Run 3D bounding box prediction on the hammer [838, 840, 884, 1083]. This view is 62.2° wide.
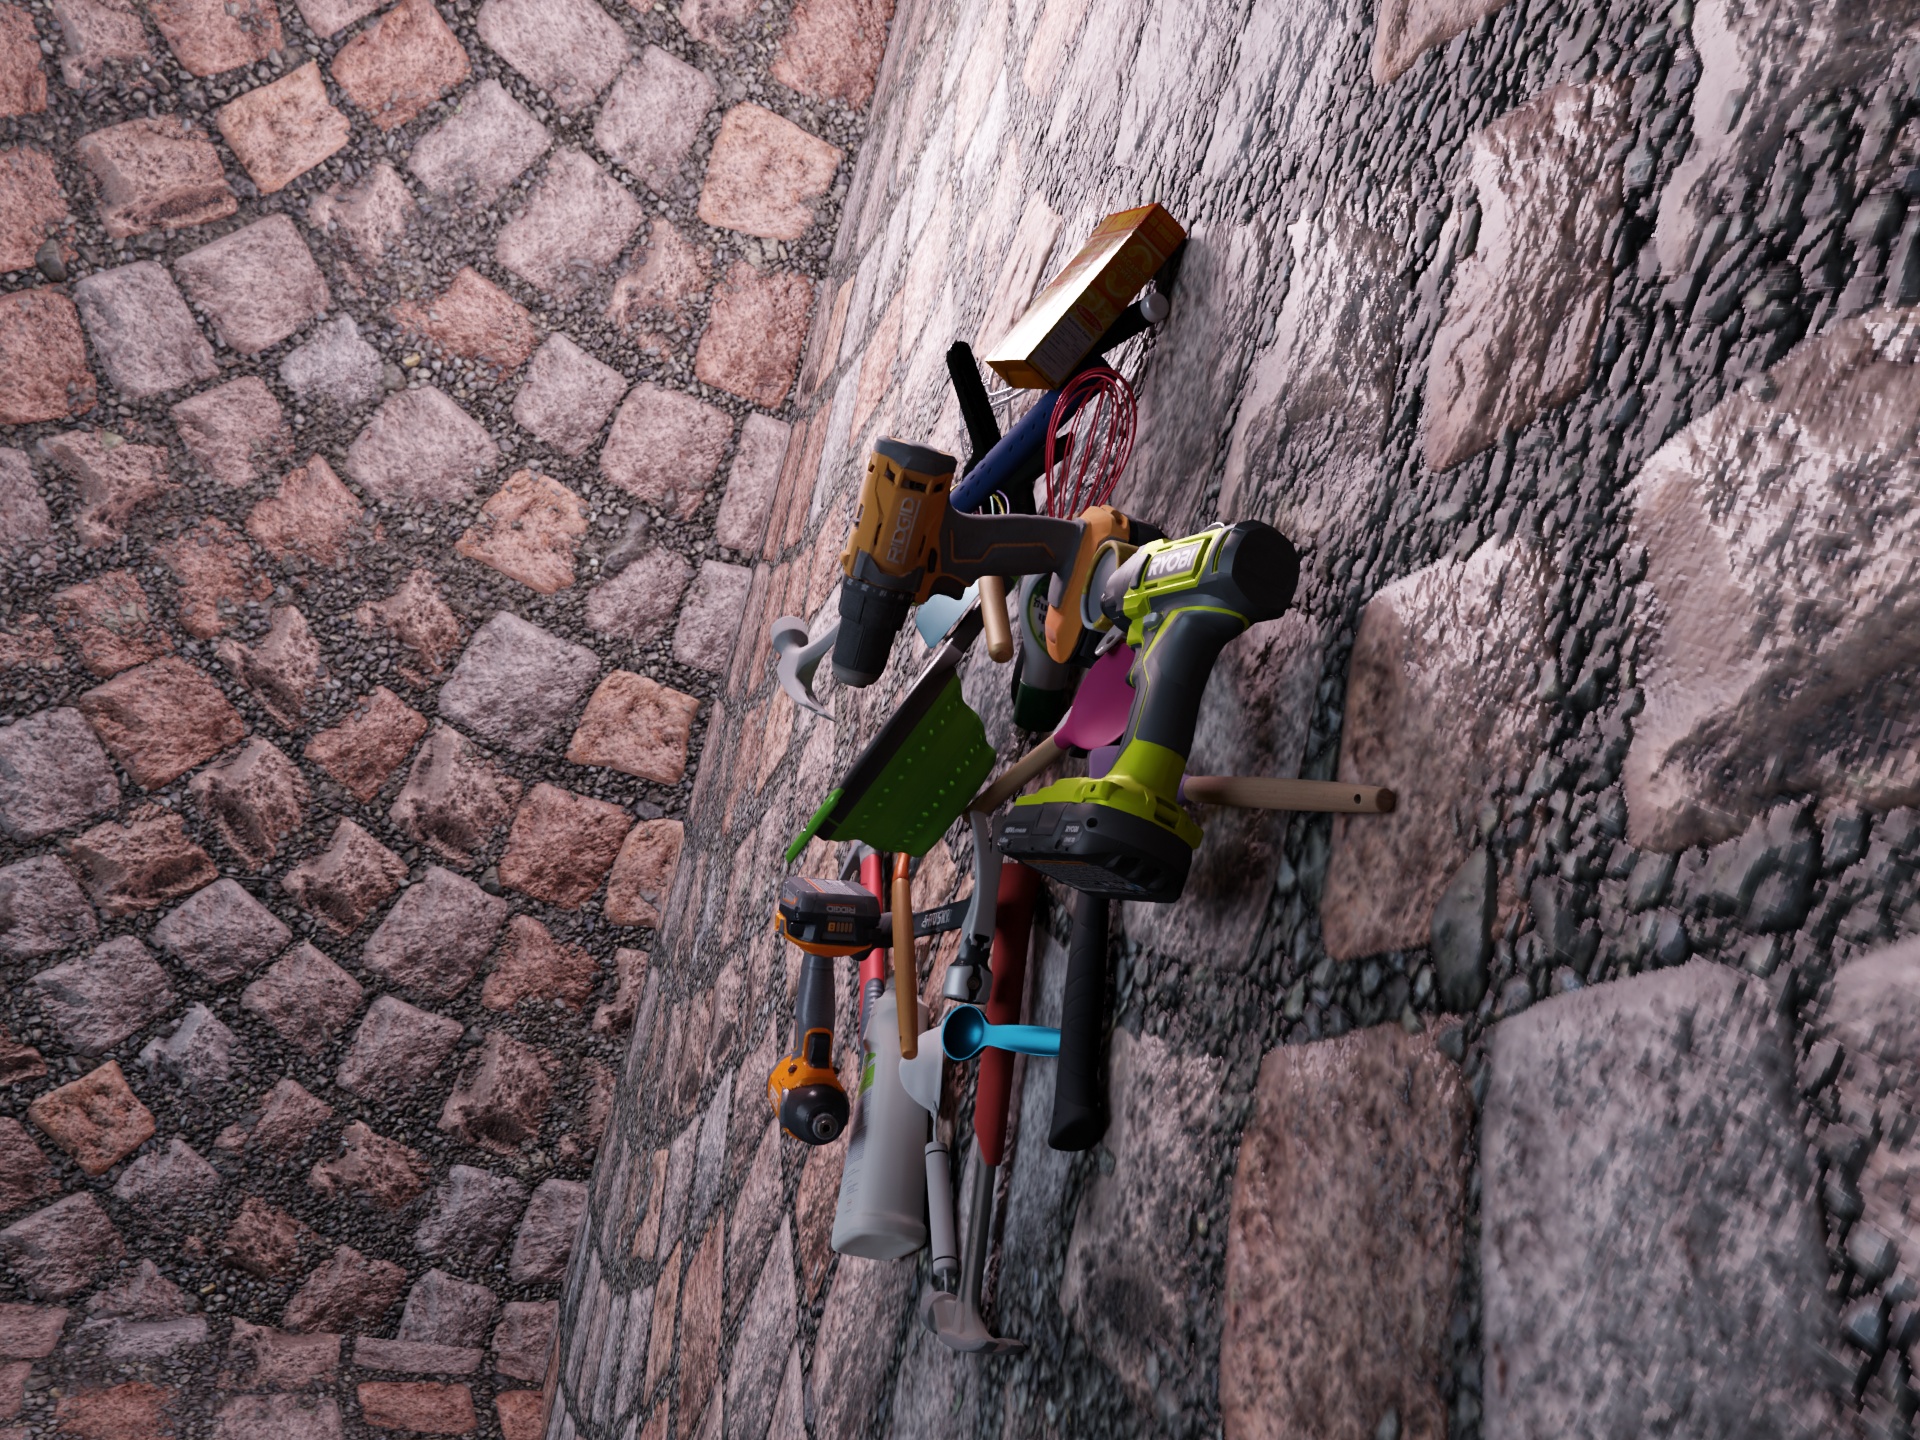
[{"bbox_3d":[-0.094,0.272,1.613,0.387,0.038,0.143,-93,22,-44],"label":"hammer"}]

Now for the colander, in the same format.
[{"bbox_3d":[-0.002,-0.004,1.357,0.204,0.094,0.397,-50,3,47],"label":"colander"}]

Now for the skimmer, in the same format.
[{"bbox_3d":[0.098,-0.305,1.442,0.363,0.090,0.127,-15,67,60],"label":"skimmer"}]

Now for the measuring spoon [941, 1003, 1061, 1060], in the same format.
[{"bbox_3d":[0.041,0.233,1.158,0.129,0.021,0.042,-3,68,40],"label":"measuring spoon"}]

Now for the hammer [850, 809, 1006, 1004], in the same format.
[{"bbox_3d":[-0.040,0.174,1.390,0.409,0.036,0.149,150,132,-70],"label":"hammer"}]

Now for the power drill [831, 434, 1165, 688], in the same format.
[{"bbox_3d":[0.019,-0.096,1.185,0.084,0.226,0.185,-128,53,-70],"label":"power drill"}]

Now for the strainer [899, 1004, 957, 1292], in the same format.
[{"bbox_3d":[-0.022,0.348,1.314,0.086,0.050,0.259,98,170,-48],"label":"strainer"}]

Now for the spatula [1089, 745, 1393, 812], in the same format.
[{"bbox_3d":[0.153,0.044,0.951,0.316,0.018,0.060,177,91,-67],"label":"spatula"}]

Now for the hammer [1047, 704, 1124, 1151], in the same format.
[{"bbox_3d":[0.090,0.130,1.116,0.146,0.035,0.335,140,140,-63],"label":"hammer"}]

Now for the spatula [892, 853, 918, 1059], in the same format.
[{"bbox_3d":[-0.058,0.153,1.329,0.323,0.041,0.081,-96,25,-52],"label":"spatula"}]

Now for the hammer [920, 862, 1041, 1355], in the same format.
[{"bbox_3d":[0.028,0.284,1.199,0.149,0.036,0.359,145,136,-66],"label":"hammer"}]

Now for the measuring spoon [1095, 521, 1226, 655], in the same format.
[{"bbox_3d":[0.139,-0.085,1.081,0.124,0.018,0.034,-45,20,16],"label":"measuring spoon"}]

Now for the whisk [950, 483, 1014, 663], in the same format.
[{"bbox_3d":[0.019,-0.133,1.368,0.051,0.047,0.245,-38,35,25],"label":"whisk"}]

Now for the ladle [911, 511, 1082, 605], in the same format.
[{"bbox_3d":[0.017,-0.160,1.476,0.320,0.062,0.078,-10,62,61],"label":"ladle"}]

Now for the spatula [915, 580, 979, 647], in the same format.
[{"bbox_3d":[-0.015,-0.096,1.545,0.082,0.044,0.317,-51,-2,-3],"label":"spatula"}]

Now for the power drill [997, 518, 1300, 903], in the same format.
[{"bbox_3d":[0.110,-0.007,0.973,0.171,0.080,0.223,-8,57,64],"label":"power drill"}]

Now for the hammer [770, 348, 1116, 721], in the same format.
[{"bbox_3d":[-0.020,-0.161,1.374,0.405,0.035,0.144,-43,37,20],"label":"hammer"}]

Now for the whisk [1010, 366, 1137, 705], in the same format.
[{"bbox_3d":[0.085,-0.143,1.308,0.073,0.073,0.295,-116,36,-65],"label":"whisk"}]

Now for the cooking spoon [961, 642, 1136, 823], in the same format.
[{"bbox_3d":[0.065,0.023,1.182,0.319,0.017,0.069,137,138,-59],"label":"cooking spoon"}]

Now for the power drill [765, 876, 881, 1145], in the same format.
[{"bbox_3d":[-0.125,0.263,1.424,0.164,0.084,0.226,-172,88,-75],"label":"power drill"}]
